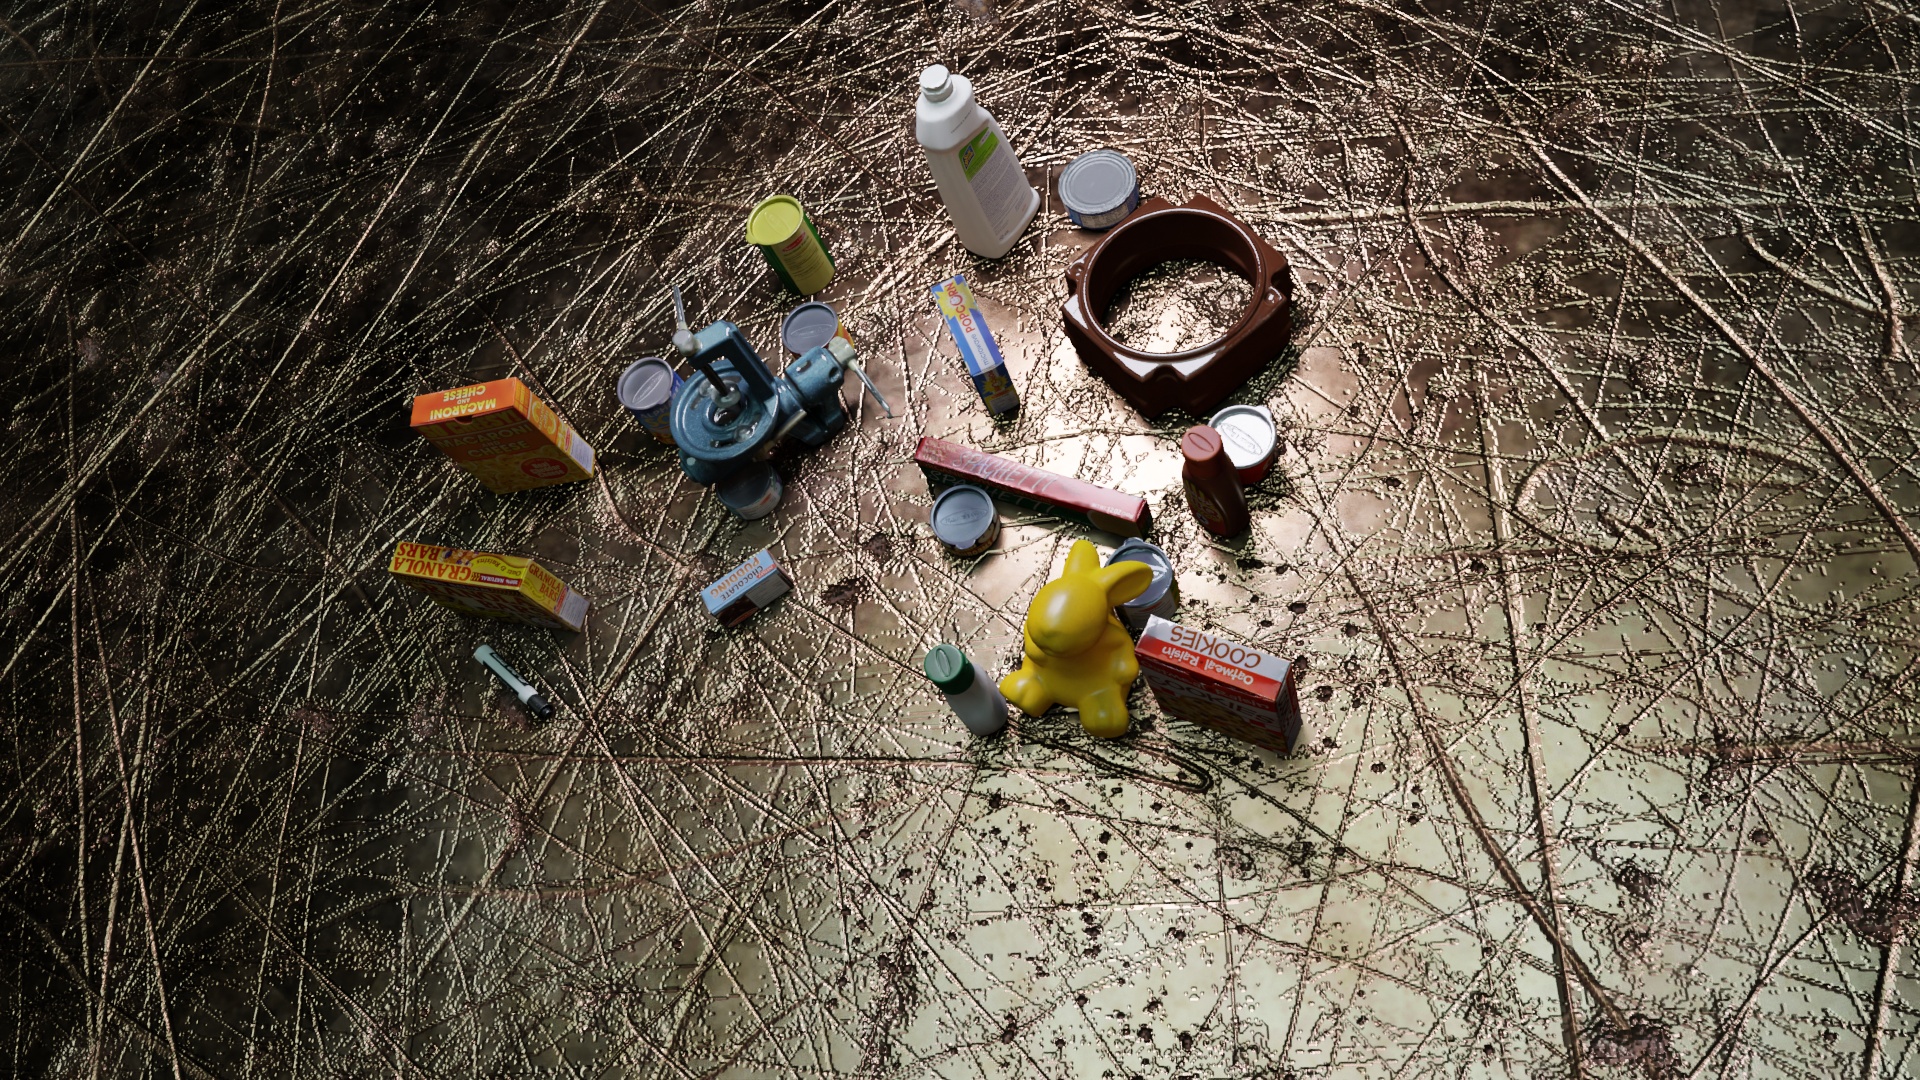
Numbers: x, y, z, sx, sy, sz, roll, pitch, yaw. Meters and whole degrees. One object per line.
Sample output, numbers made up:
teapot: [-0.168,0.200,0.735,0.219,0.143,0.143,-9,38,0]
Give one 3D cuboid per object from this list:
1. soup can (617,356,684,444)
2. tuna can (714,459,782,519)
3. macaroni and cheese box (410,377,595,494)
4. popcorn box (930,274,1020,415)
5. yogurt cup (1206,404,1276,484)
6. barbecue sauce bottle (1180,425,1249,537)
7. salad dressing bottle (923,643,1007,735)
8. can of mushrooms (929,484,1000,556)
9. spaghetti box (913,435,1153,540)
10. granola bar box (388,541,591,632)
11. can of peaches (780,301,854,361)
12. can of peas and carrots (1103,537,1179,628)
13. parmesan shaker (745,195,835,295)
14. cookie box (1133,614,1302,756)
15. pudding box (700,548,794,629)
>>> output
soup can: [-0.328,-0.151,1.531,0.071,0.083,0.071,-7,64,14]
tuna can: [-0.227,-0.059,1.487,0.071,0.032,0.071,-7,64,14]
macaroni and cheese box: [-0.495,-0.110,1.515,0.124,0.166,0.040,-9,64,13]
popcorn box: [0.017,-0.204,1.452,0.038,0.085,0.127,-26,61,4]
yogurt cup: [0.272,-0.089,1.339,0.072,0.053,0.072,-7,64,14]
barbecue sauce bottle: [0.231,-0.057,1.282,0.044,0.148,0.065,-45,62,-6]
salad dressing bottle: [0.005,0.134,1.261,0.044,0.147,0.064,-22,62,6]
can of mushrooms: [0.005,-0.018,1.397,0.071,0.033,0.071,-7,64,14]
spaghetti box: [0.069,-0.053,1.385,0.250,0.050,0.029,17,72,23]
granola bar box: [-0.495,0.050,1.463,0.165,0.124,0.039,6,68,19]
can of peaches: [-0.156,-0.217,1.525,0.071,0.058,0.071,-7,64,14]
can of peas and carrots: [0.170,0.041,1.306,0.071,0.058,0.071,-7,64,14]
parmesan shaker: [-0.192,-0.329,1.563,0.071,0.102,0.071,-7,64,14]
cookie box: [0.223,0.127,1.187,0.123,0.167,0.040,18,73,23]
pudding box: [-0.218,0.050,1.423,0.084,0.049,0.030,-34,61,-1]
